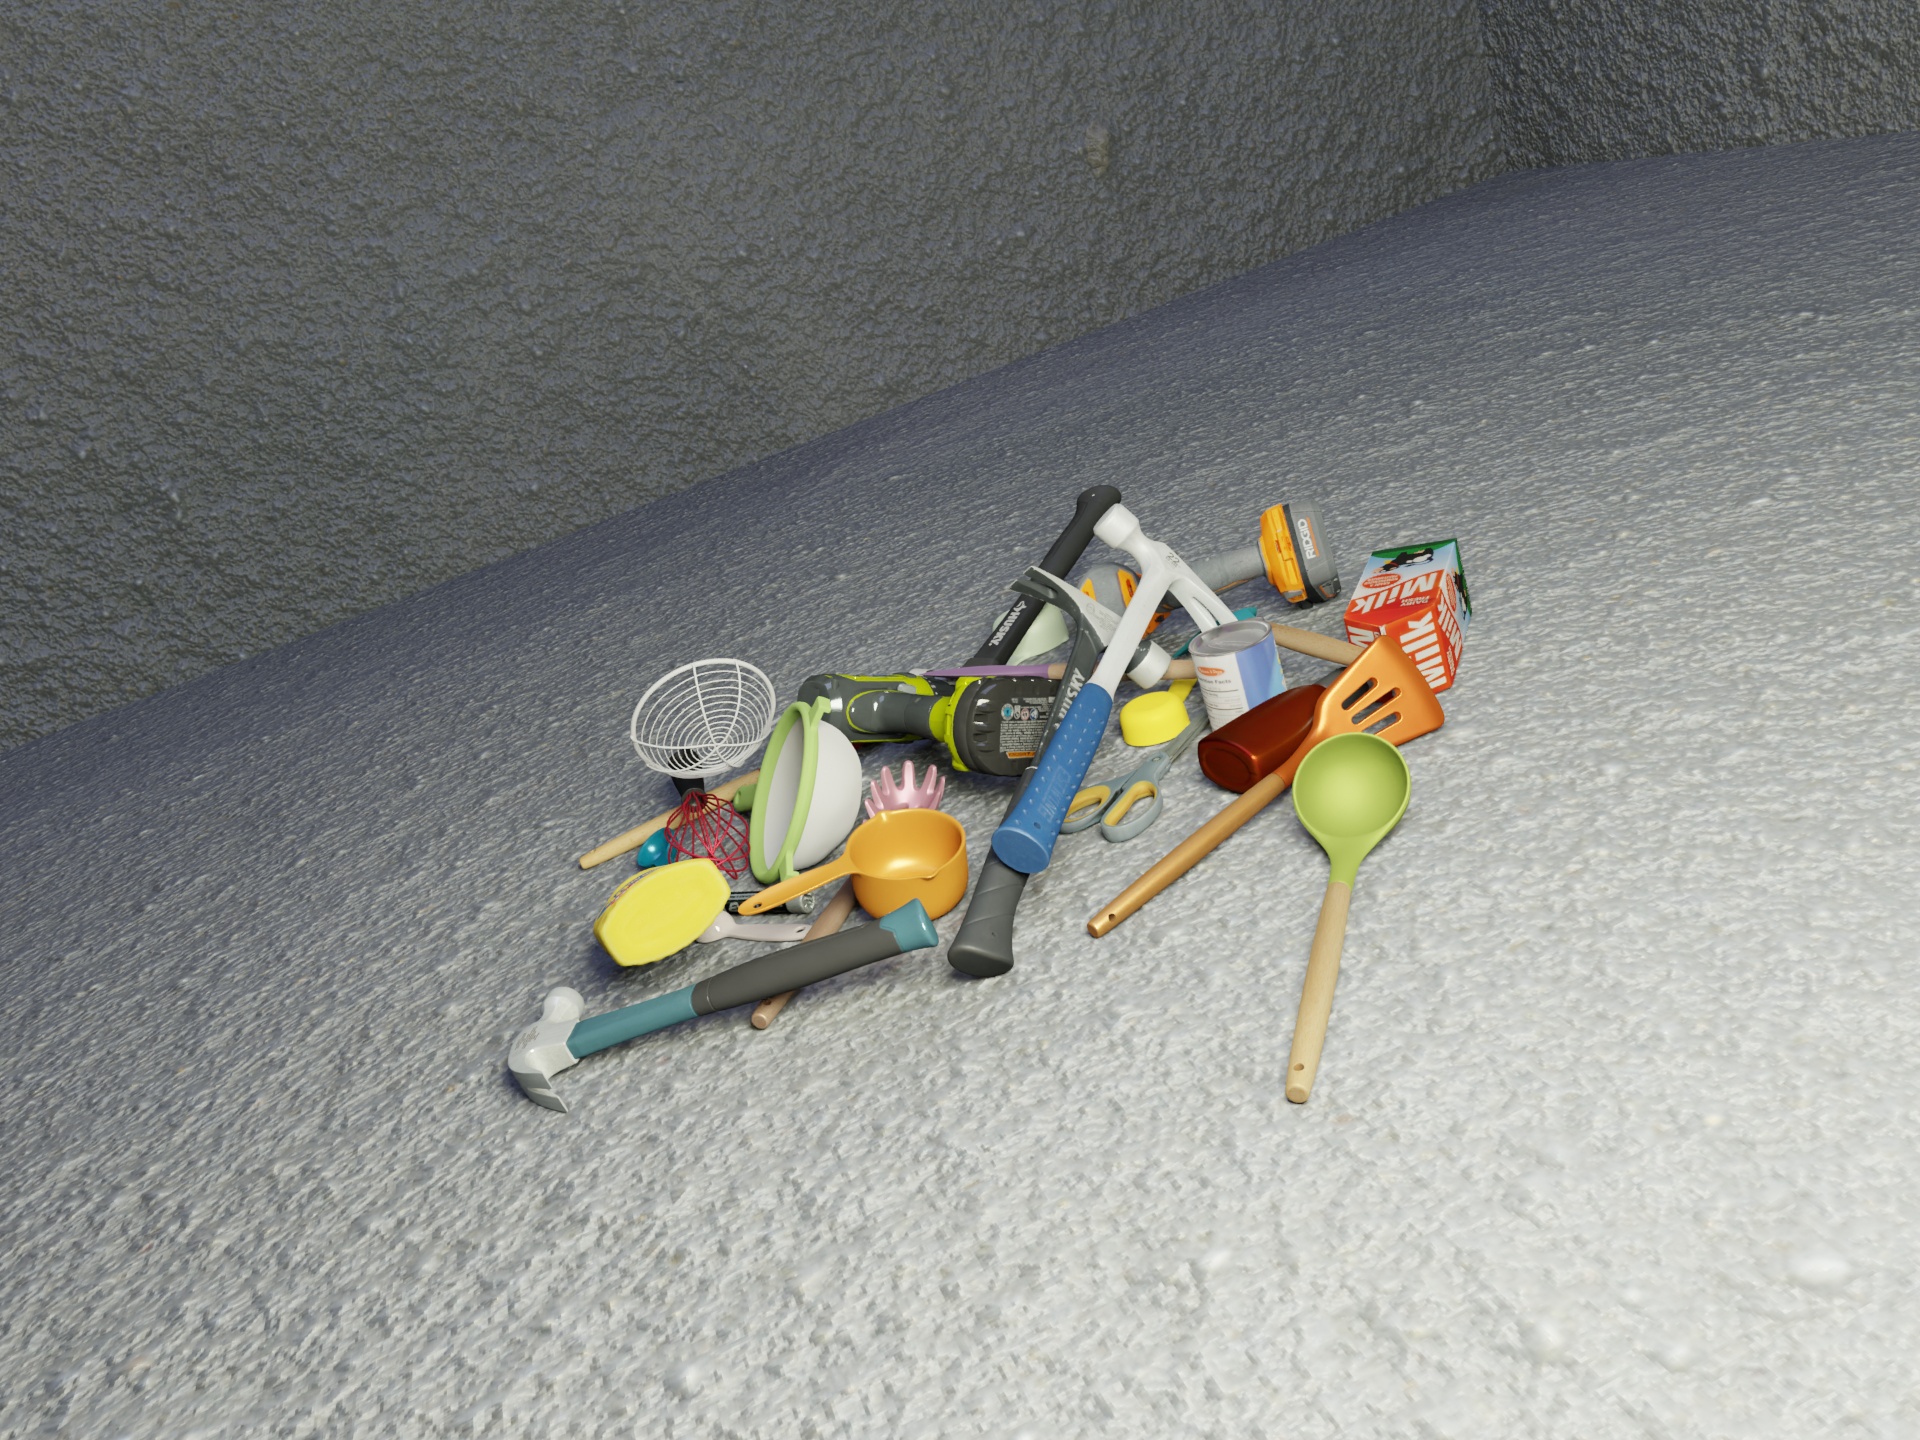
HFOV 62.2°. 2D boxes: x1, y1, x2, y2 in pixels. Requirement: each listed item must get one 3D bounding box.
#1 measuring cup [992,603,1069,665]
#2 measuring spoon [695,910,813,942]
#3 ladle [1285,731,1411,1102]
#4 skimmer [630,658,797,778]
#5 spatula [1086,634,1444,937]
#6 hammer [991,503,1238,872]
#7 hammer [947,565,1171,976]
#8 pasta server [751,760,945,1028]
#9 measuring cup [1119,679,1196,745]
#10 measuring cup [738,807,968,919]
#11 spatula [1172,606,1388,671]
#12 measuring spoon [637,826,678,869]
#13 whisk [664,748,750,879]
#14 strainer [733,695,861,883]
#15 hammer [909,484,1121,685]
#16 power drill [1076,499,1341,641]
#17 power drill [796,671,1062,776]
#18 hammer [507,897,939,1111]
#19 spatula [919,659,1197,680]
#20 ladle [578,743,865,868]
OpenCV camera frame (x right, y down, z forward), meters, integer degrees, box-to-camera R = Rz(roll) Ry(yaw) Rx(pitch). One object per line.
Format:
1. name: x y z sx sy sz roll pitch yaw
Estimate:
1. measuring cup: 0.048 -0.075 1.592 0.083 0.038 0.167 -5 22 33
2. measuring spoon: -0.159 0.156 1.217 0.124 0.018 0.034 -4 25 36
3. ladle: 0.221 0.107 0.953 0.078 0.062 0.320 -7 26 24
4. skimmer: -0.188 -0.021 1.484 0.127 0.090 0.363 -49 -4 16
5. spatula: 0.210 0.053 1.109 0.322 0.081 0.041 -35 1 -25
6. hammer: 0.113 -0.022 1.214 0.035 0.144 0.406 -44 10 40
7. hammer: 0.060 0.032 1.177 0.036 0.149 0.409 -42 16 39
8. pasta server: -0.085 0.125 1.204 0.060 0.040 0.316 9 31 17
9. measuring cup: 0.178 -0.026 1.364 0.062 0.029 0.156 -8 24 28
10. measuring cup: -0.075 0.123 1.149 0.173 0.052 0.095 -21 33 -17
11. spatula: 0.268 -0.061 1.316 0.082 0.044 0.318 -20 16 -12
12. measuring spoon: -0.246 0.132 1.366 0.042 0.021 0.129 -45 32 -2
13. whisk: -0.231 0.077 1.400 0.073 0.073 0.296 -22 21 -8
14. strainer: -0.138 0.068 1.355 0.069 0.151 0.256 13 -9 -18
15. hammer: 0.083 -0.130 1.591 0.146 0.035 0.335 4 44 35
16. power drill: 0.230 -0.126 1.470 0.226 0.084 0.164 -15 -9 14
17. power drill: -0.002 -0.004 1.360 0.190 0.080 0.229 -1 6 -43
18. hammer: -0.165 0.185 1.084 0.331 0.033 0.128 -21 21 16
19. spatula: 0.102 -0.043 1.404 0.316 0.018 0.059 0 5 31
20. ladle: -0.210 0.063 1.490 0.315 0.031 0.069 -27 24 -14
